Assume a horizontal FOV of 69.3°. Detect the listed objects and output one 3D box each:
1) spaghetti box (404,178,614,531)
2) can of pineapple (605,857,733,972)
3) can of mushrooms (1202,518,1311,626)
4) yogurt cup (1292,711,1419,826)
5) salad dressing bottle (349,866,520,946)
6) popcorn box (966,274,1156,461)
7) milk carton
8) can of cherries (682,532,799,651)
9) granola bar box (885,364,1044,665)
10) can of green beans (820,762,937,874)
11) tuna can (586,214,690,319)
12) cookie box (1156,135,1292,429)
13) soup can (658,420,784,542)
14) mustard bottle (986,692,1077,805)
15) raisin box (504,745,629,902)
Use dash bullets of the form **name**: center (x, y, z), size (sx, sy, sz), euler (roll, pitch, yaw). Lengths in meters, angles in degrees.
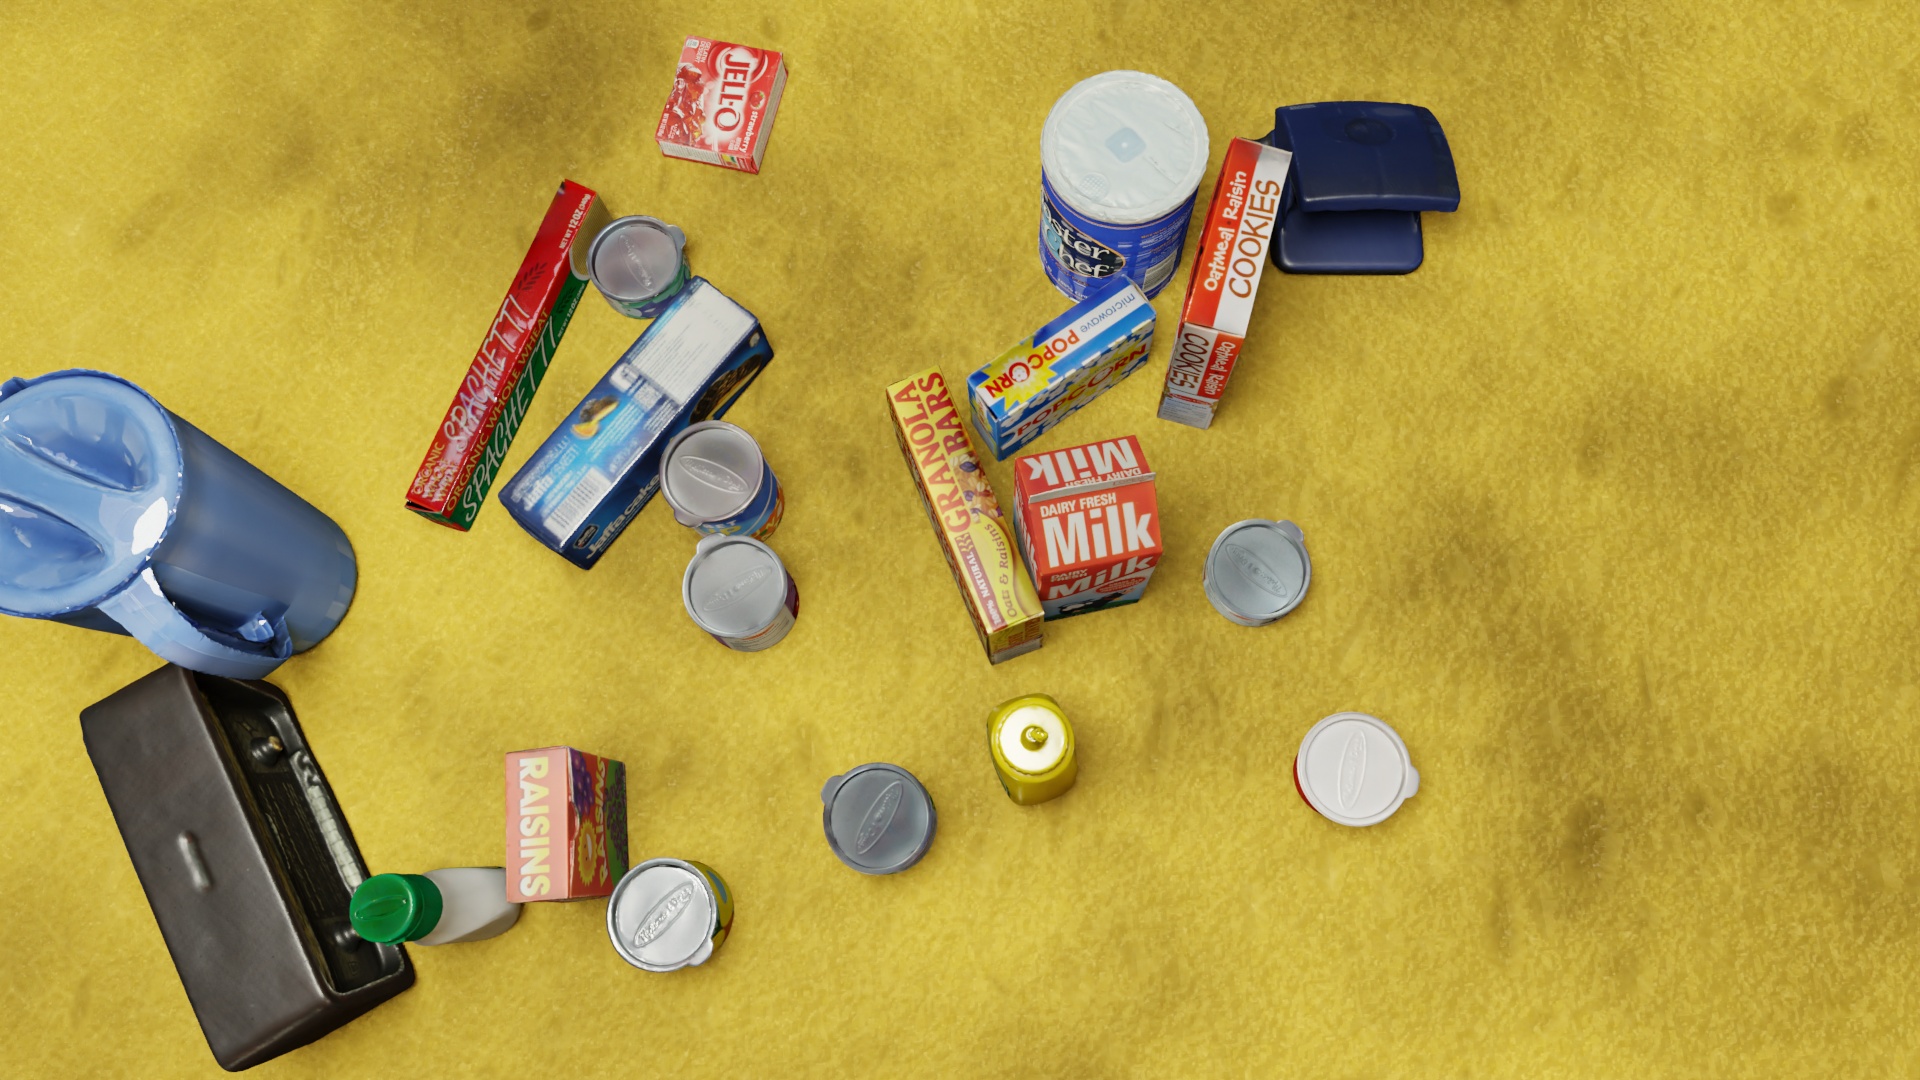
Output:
- **spaghetti box**: center (-0.304, -0.126, 0.947), size (0.029, 0.050, 0.250), euler (20, 77, 7)
- **can of pineapple**: center (-0.175, 0.229, 0.847), size (0.071, 0.057, 0.071), euler (-1, 76, 2)
- **can of mushrooms**: center (0.193, 0.020, 0.900), size (0.071, 0.033, 0.071), euler (0, 76, 2)
- **yogurt cup**: center (0.237, 0.142, 0.856), size (0.072, 0.054, 0.072), euler (-1, 76, 2)
- **salad dressing bottle**: center (-0.304, 0.213, 0.810), size (0.064, 0.147, 0.044), euler (-16, 76, -2)
- **popcorn box**: center (0.066, -0.112, 0.912), size (0.127, 0.085, 0.038), euler (-34, 77, -6)
- **milk carton**: center (0.073, -0.008, 0.830), size (0.072, 0.190, 0.073), euler (-12, 76, -1)
- **can of cherries**: center (-0.141, 0.033, 0.896), size (0.071, 0.058, 0.071), euler (-1, 76, 2)
- **granola bar box**: center (0.003, -0.011, 0.868), size (0.039, 0.124, 0.166), euler (-22, 76, -3)
- **can of green beans**: center (-0.048, 0.172, 0.857), size (0.071, 0.057, 0.071), euler (-1, 76, 2)
- **tuna can**: center (-0.222, -0.192, 0.970), size (0.071, 0.032, 0.071), euler (0, 76, 2)
- **cookie box**: center (0.162, -0.156, 0.877), size (0.040, 0.167, 0.123), euler (15, 77, 6)
- **soup can**: center (-0.154, -0.031, 0.900), size (0.071, 0.083, 0.071), euler (-1, 76, 2)
- **mustard bottle**: center (0.041, 0.119, 0.815), size (0.049, 0.160, 0.065), euler (-18, 76, -2)
- **raisin box**: center (-0.233, 0.172, 0.830), size (0.040, 0.123, 0.086), euler (-5, 76, 1)
